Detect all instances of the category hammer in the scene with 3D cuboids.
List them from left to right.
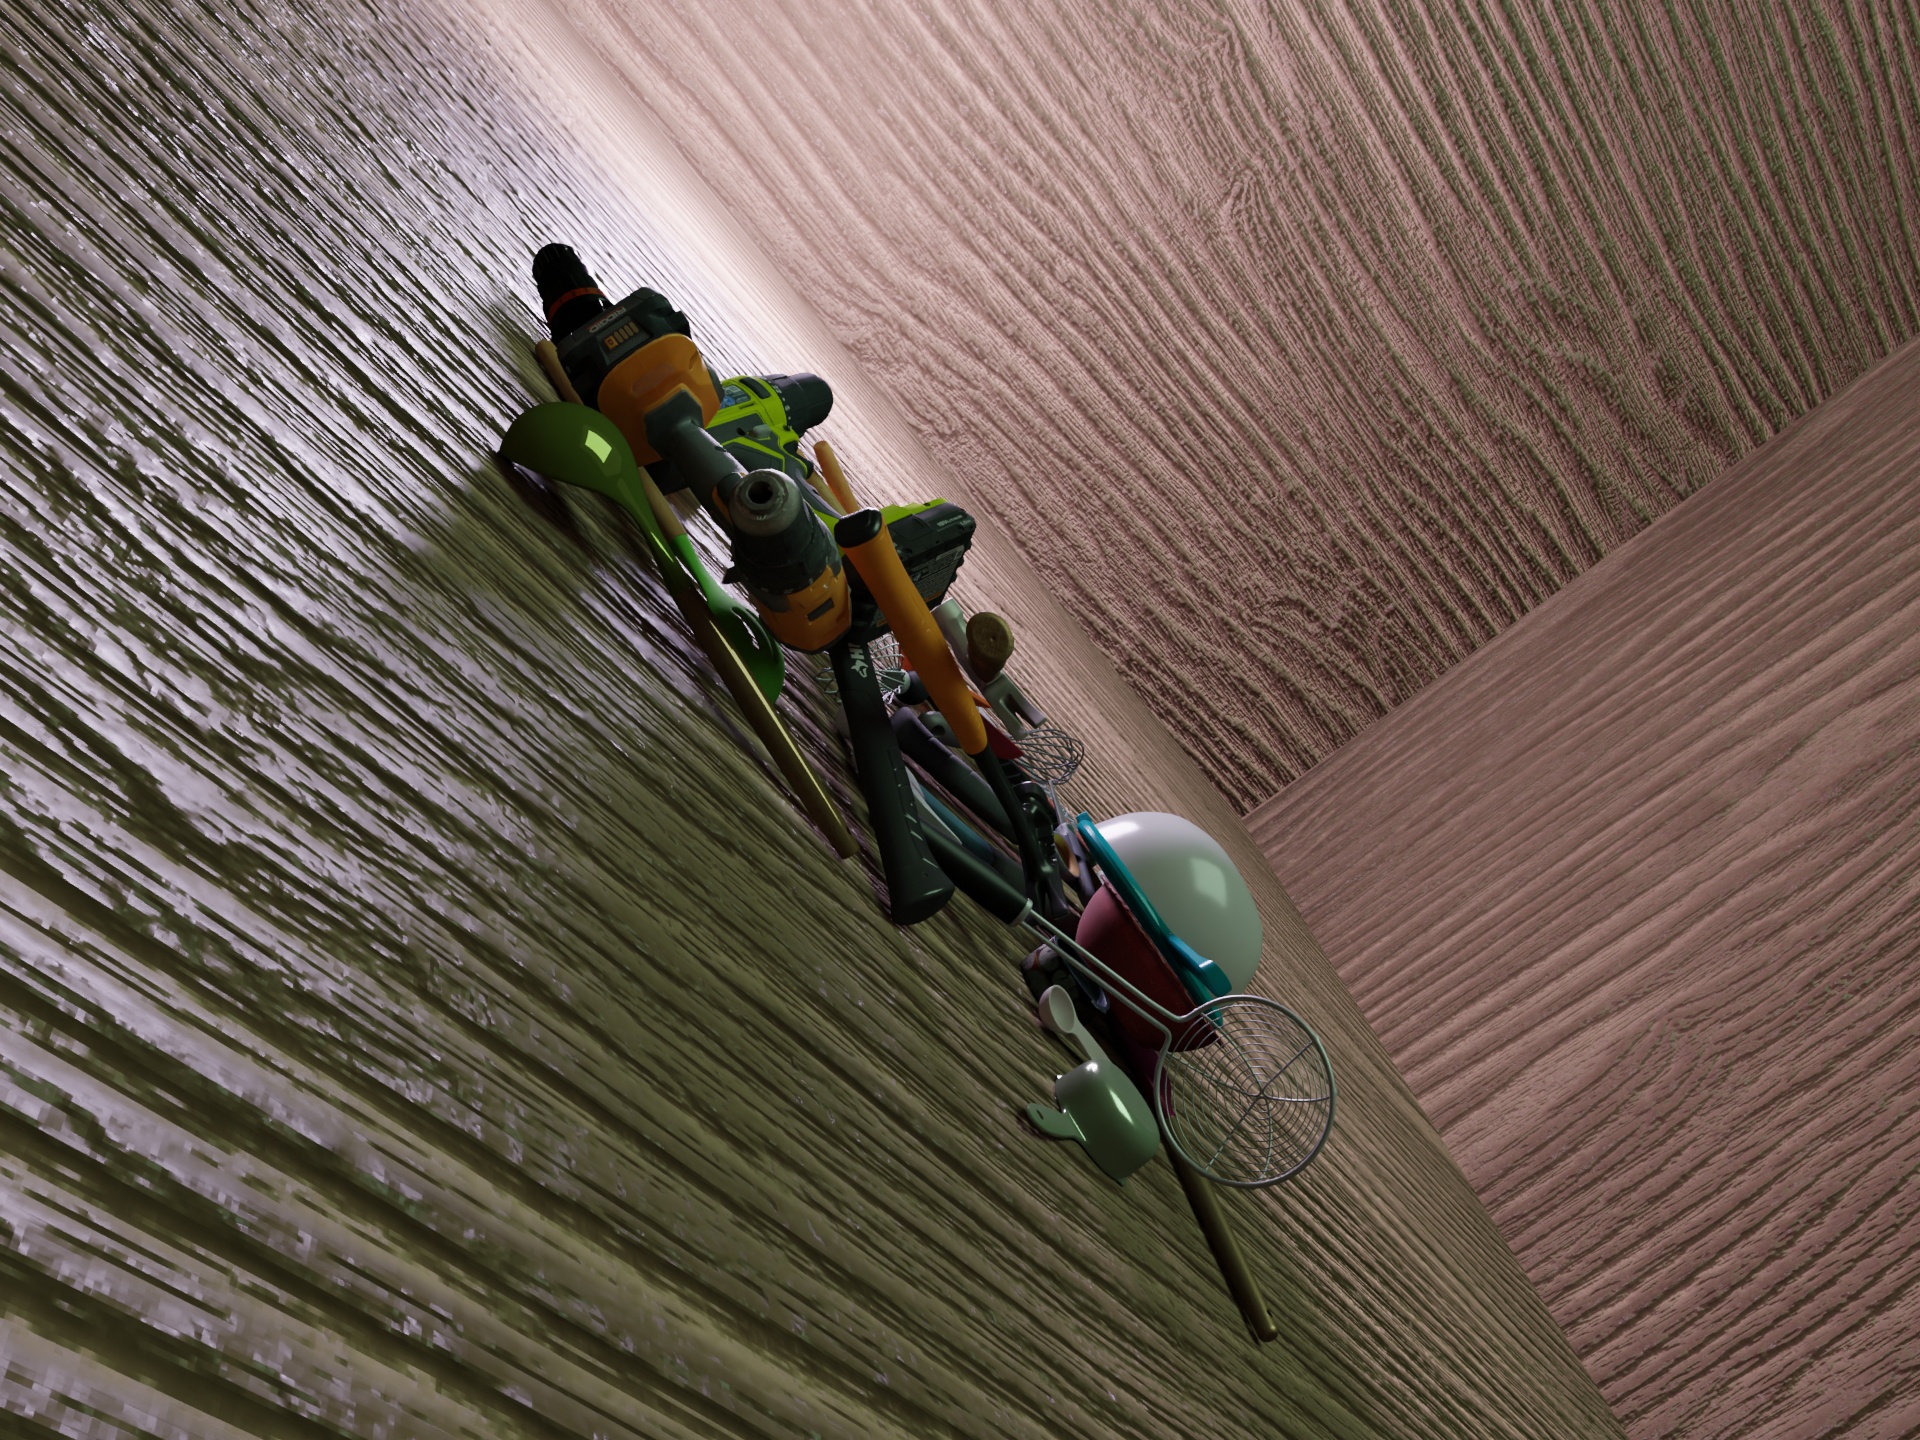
[{"bbox_3d":[-0.068,-0.004,1.069,0.146,0.035,0.335,6,44,-26],"label":"hammer"},{"bbox_3d":[-0.002,-0.003,1.067,0.127,0.034,0.336,-97,164,-48],"label":"hammer"},{"bbox_3d":[0.020,-0.046,1.172,0.130,0.031,0.331,54,-1,1],"label":"hammer"},{"bbox_3d":[0.023,0.108,1.213,0.330,0.033,0.128,43,13,-44],"label":"hammer"},{"bbox_3d":[0.058,0.108,1.378,0.408,0.036,0.149,43,15,-42],"label":"hammer"}]

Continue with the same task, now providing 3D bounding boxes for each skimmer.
[{"bbox_3d":[0.090,0.173,1.064,0.363,0.127,0.090,38,7,-8],"label":"skimmer"}]

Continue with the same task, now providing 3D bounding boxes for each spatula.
[{"bbox_3d":[-0.058,-0.113,1.364,0.081,0.041,0.322,12,-37,34],"label":"spatula"}]

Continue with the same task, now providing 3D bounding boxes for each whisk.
[{"bbox_3d":[-0.059,-0.035,1.283,0.070,0.070,0.284,54,5,7],"label":"whisk"},{"bbox_3d":[0.039,0.021,1.459,0.238,0.055,0.055,16,36,-51],"label":"whisk"}]

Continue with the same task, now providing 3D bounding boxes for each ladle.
[{"bbox_3d":[-0.159,-0.047,0.936,0.320,0.062,0.078,58,11,-9],"label":"ladle"},{"bbox_3d":[-0.051,-0.094,1.256,0.315,0.031,0.069,56,-2,5],"label":"ladle"}]

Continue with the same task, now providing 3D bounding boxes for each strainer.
[{"bbox_3d":[0.199,0.156,1.298,0.211,0.095,0.340,57,-2,-5],"label":"strainer"}]

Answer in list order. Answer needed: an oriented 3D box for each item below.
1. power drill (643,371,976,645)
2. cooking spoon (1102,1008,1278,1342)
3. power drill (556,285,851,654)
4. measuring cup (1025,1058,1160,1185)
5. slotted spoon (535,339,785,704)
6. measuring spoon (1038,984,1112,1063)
[{"bbox_3d":[-0.103,-0.168,1.137,0.229,0.080,0.190,40,40,17],"label":"power drill"},{"bbox_3d":[0.162,0.316,1.171,0.068,0.017,0.319,40,15,-35],"label":"cooking spoon"},{"bbox_3d":[-0.151,-0.156,0.966,0.226,0.084,0.185,52,-8,15],"label":"power drill"},{"bbox_3d":[0.082,0.243,0.993,0.083,0.038,0.167,58,9,26],"label":"measuring cup"},{"bbox_3d":[-0.203,-0.140,1.064,0.314,0.031,0.070,54,14,16],"label":"slotted spoon"},{"bbox_3d":[0.088,0.237,1.129,0.124,0.018,0.034,56,29,-23],"label":"measuring spoon"}]
